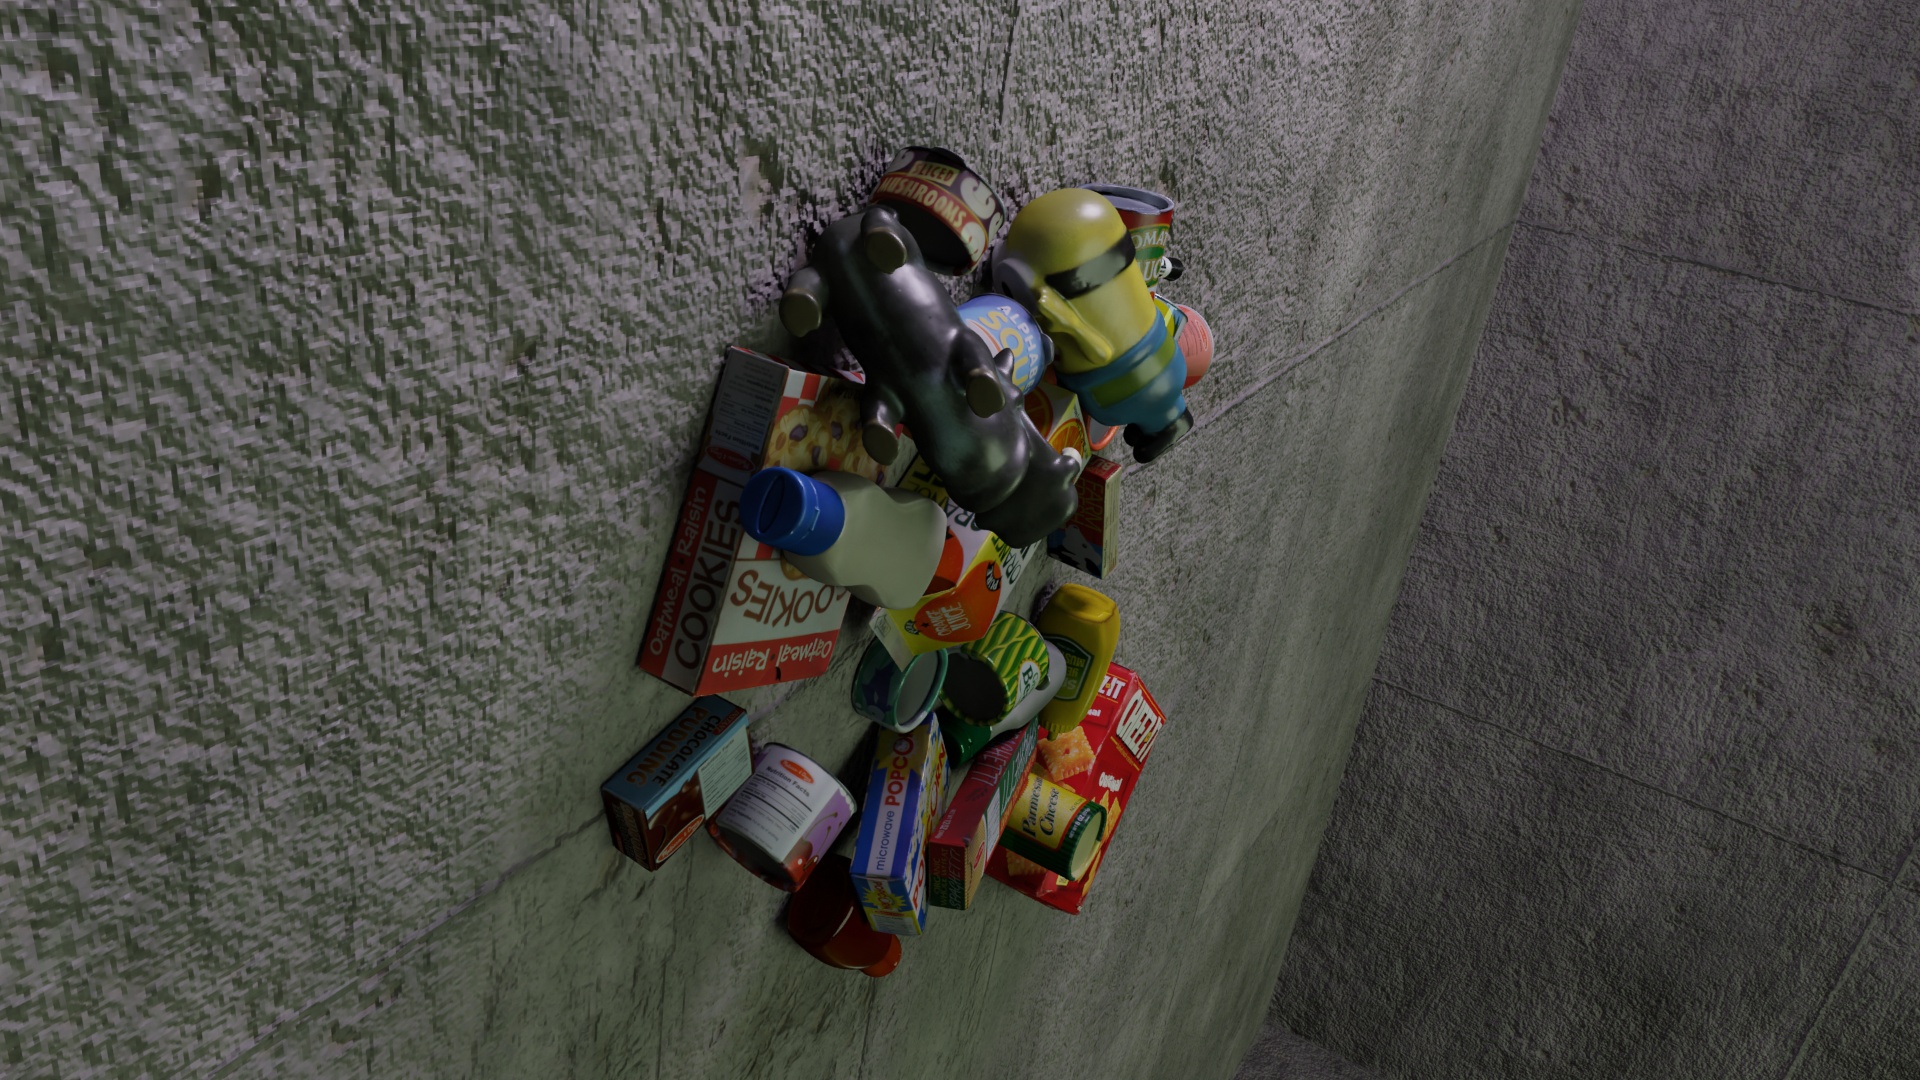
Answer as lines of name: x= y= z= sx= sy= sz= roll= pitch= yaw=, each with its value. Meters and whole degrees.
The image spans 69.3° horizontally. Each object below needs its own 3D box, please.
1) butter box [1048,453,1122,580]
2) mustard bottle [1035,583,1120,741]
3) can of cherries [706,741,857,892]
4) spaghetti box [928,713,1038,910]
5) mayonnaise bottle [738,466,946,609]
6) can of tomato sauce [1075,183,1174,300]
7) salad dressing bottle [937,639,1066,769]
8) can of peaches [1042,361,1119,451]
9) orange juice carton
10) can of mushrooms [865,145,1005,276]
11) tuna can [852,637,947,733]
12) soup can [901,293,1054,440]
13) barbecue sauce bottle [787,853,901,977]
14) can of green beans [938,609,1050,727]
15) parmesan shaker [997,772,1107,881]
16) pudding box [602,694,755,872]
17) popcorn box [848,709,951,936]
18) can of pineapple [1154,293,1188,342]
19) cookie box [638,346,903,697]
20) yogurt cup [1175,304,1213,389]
butter box: x=0.095 y=-0.022 z=1.068 sx=0.024 sy=0.053 sz=0.103 roll=-44 pitch=145 yaw=-37
mustard bottle: x=0.089 y=0.112 z=1.153 sx=0.049 sy=0.065 sz=0.159 roll=-44 pitch=150 yaw=-49
can of cherries: x=-0.102 y=0.160 z=0.798 sx=0.059 sy=0.071 sz=0.071 roll=-54 pitch=151 yaw=-29
spaghetti box: x=0.021 y=0.189 z=1.029 sx=0.251 sy=0.029 sz=0.050 roll=-48 pitch=141 yaw=-69
mayonnaise bottle: x=-0.056 y=-0.005 z=0.693 sx=0.148 sy=0.041 sz=0.065 roll=23 pitch=86 yaw=-64
can of tomato sauce: x=0.104 y=-0.189 z=0.931 sx=0.071 sy=0.071 sz=0.082 roll=-33 pitch=138 yaw=-52
salad dressing bottle: x=0.027 y=0.124 z=1.060 sx=0.148 sy=0.044 sz=0.064 roll=-33 pitch=132 yaw=-50
can of peaches: x=0.078 y=-0.099 z=0.965 sx=0.071 sy=0.058 sz=0.070 roll=-45 pitch=147 yaw=-42
orange juice carton: x=0.003 y=-0.011 z=0.867 sx=0.193 sy=0.073 sz=0.071 roll=-58 pitch=154 yaw=-20
can of mushrooms: x=-0.013 y=-0.169 z=0.713 sx=0.033 sy=0.071 sz=0.071 roll=-59 pitch=154 yaw=-16
tuna can: x=-0.038 y=0.088 z=0.911 sx=0.071 sy=0.033 sz=0.070 roll=-45 pitch=147 yaw=-40
soup can: x=0.003 y=-0.099 z=0.798 sx=0.084 sy=0.071 sz=0.071 roll=-38 pitch=141 yaw=-48
barbecue sauce bottle: x=-0.075 y=0.270 z=0.969 sx=0.065 sy=0.044 sz=0.148 roll=-65 pitch=157 yaw=-24
can of green beans: x=0.021 y=0.092 z=0.994 sx=0.058 sy=0.071 sz=0.071 roll=-38 pitch=141 yaw=-48
parmesan shaker: x=0.062 y=0.224 z=1.137 sx=0.072 sy=0.103 sz=0.071 roll=-45 pitch=146 yaw=-41
pudding box: x=-0.145 y=0.125 z=0.726 sx=0.084 sy=0.030 sz=0.049 roll=-45 pitch=147 yaw=-41
popcorn box: x=-0.038 y=0.188 z=0.930 sx=0.084 sy=0.038 sz=0.127 roll=78 pitch=18 yaw=-49
can of pineapple: x=0.123 y=-0.148 z=1.011 sx=0.058 sy=0.071 sz=0.071 roll=-66 pitch=155 yaw=-4
cookie box: x=-0.092 y=-0.008 z=0.716 sx=0.123 sy=0.040 sz=0.167 roll=0 pitch=109 yaw=-64
yogurt cup: x=0.154 y=-0.148 z=1.077 sx=0.054 sy=0.072 sz=0.072 roll=-16 pitch=124 yaw=-50
